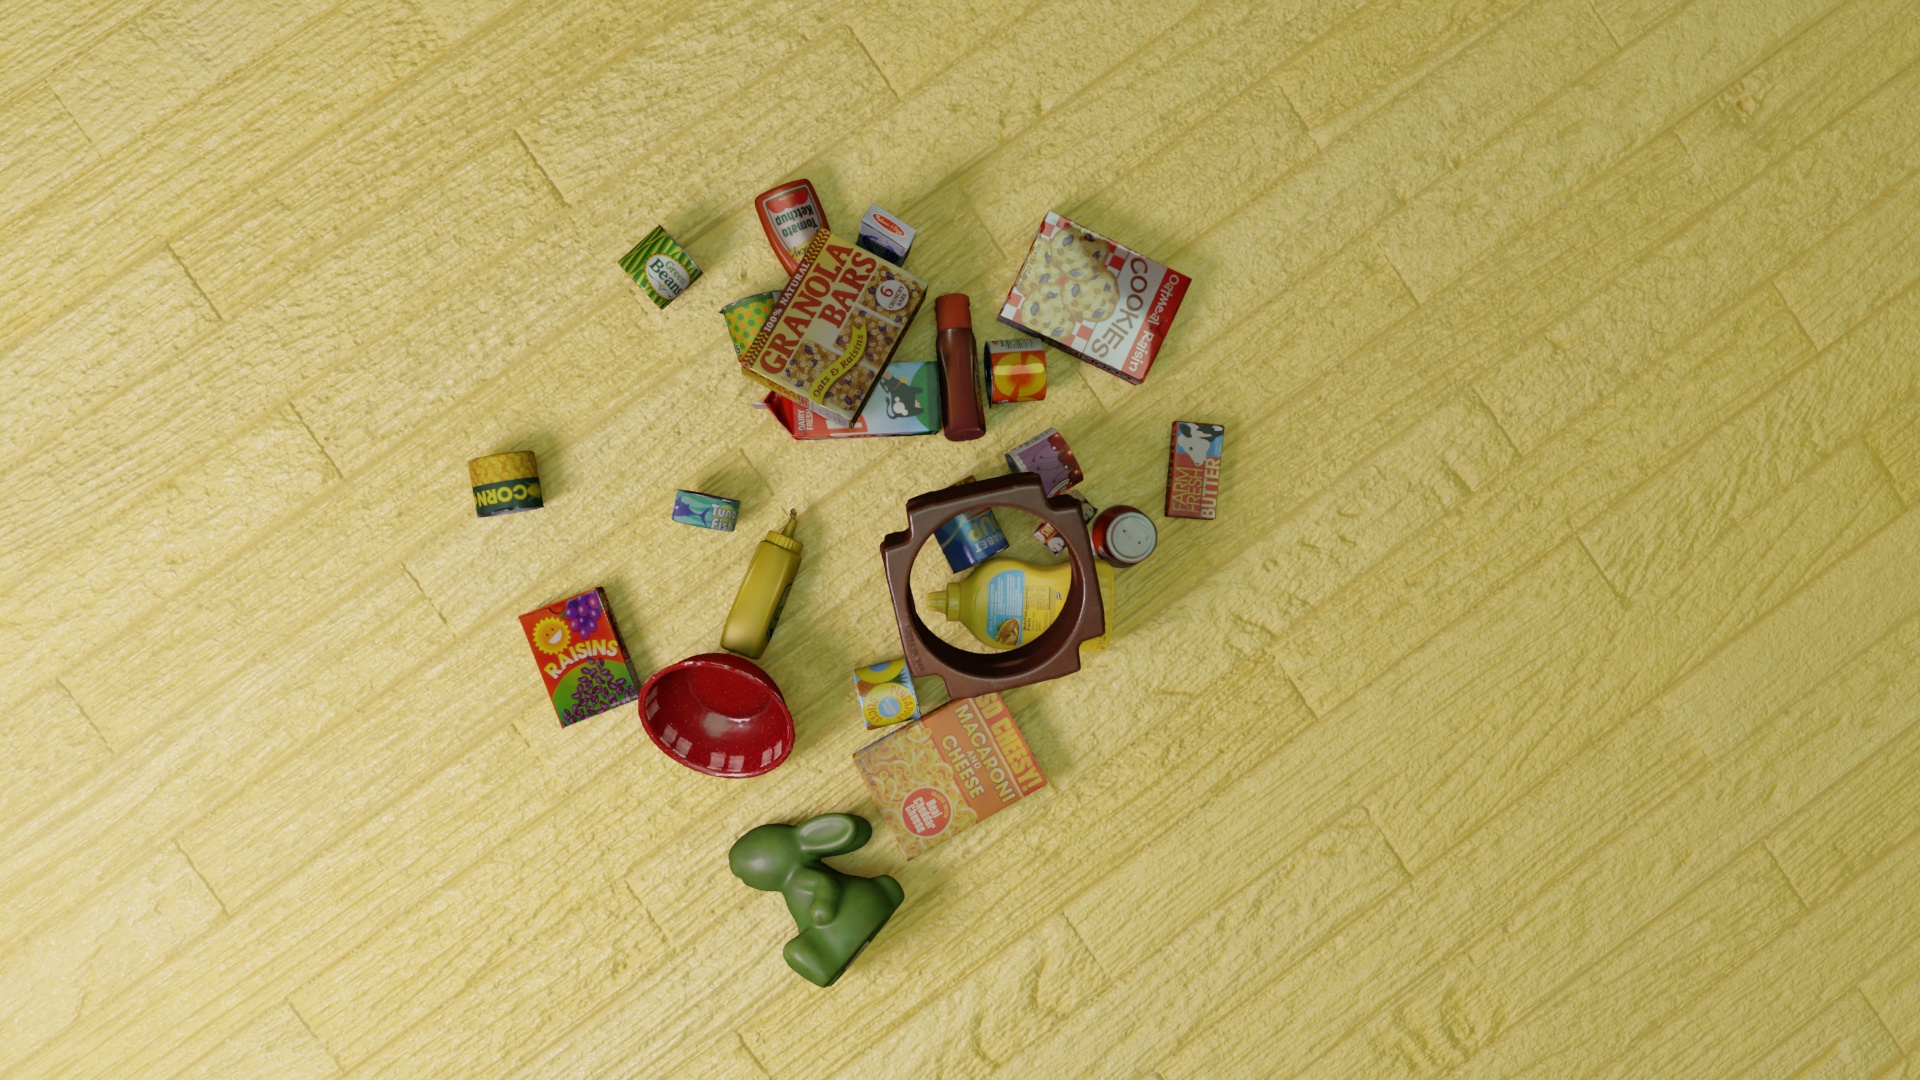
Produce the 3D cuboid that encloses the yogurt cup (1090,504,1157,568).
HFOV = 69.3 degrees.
[{"bbox_3d":[0.174,-0.004,1.457,0.072,0.054,0.072,0,91,-5],"label":"yogurt cup"}]

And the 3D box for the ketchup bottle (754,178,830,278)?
[{"bbox_3d":[-0.157,-0.294,1.434,0.065,0.043,0.148,-23,93,-10],"label":"ketchup bottle"}]

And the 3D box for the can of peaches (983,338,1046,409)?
[{"bbox_3d":[0.057,-0.173,1.441,0.058,0.071,0.071,-5,91,-5],"label":"can of peaches"}]

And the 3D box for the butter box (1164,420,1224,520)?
[{"bbox_3d":[0.248,-0.074,1.477,0.053,0.024,0.103,6,90,-5],"label":"butter box"}]

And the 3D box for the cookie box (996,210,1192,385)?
[{"bbox_3d":[0.140,-0.253,1.458,0.167,0.040,0.123,25,89,-4],"label":"cookie box"}]

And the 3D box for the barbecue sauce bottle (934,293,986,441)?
[{"bbox_3d":[-0.002,-0.180,1.439,0.044,0.065,0.148,-6,83,0],"label":"barbecue sauce bottle"}]

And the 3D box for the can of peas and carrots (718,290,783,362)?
[{"bbox_3d":[-0.206,-0.217,1.420,0.071,0.071,0.058,-18,93,-4],"label":"can of peas and carrots"}]

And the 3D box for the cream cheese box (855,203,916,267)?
[{"bbox_3d":[-0.076,-0.306,1.410,0.053,0.103,0.024,32,84,-5],"label":"cream cheese box"}]

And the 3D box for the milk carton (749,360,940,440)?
[{"bbox_3d":[-0.118,-0.142,1.424,0.191,0.072,0.073,-3,91,-4],"label":"milk carton"}]

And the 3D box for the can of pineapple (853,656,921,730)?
[{"bbox_3d":[-0.075,0.158,1.431,0.058,0.071,0.071,-14,92,-3],"label":"can of pineapple"}]

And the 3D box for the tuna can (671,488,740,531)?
[{"bbox_3d":[-0.258,-0.030,1.415,0.071,0.071,0.033,11,92,-4],"label":"tuna can"}]

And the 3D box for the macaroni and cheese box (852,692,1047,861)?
[{"bbox_3d":[-0.012,0.238,1.452,0.166,0.040,0.123,-28,93,-3],"label":"macaroni and cheese box"}]

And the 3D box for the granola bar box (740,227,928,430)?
[{"bbox_3d":[-0.124,-0.209,1.375,0.124,0.039,0.166,27,75,2],"label":"granola bar box"}]

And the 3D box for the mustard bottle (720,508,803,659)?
[{"bbox_3d":[-0.197,0.042,1.425,0.049,0.065,0.160,22,85,0],"label":"mustard bottle"}]

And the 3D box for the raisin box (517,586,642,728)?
[{"bbox_3d":[-0.388,0.119,1.422,0.086,0.040,0.123,-21,92,-3],"label":"raisin box"}]

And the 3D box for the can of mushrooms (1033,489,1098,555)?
[{"bbox_3d":[0.109,-0.019,1.443,0.033,0.071,0.071,43,88,-2],"label":"can of mushrooms"}]

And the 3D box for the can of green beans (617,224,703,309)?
[{"bbox_3d":[-0.305,-0.277,1.410,0.058,0.071,0.071,-43,94,-2],"label":"can of green beans"}]

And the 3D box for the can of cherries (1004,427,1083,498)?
[{"bbox_3d":[0.088,-0.074,1.444,0.058,0.071,0.071,-30,93,-5],"label":"can of cherries"}]

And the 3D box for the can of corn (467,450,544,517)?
[{"bbox_3d":[-0.458,-0.057,1.399,0.071,0.071,0.058,-10,91,-4],"label":"can of corn"}]

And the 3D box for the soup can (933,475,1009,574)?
[{"bbox_3d":[0.005,-0.018,1.436,0.071,0.071,0.083,-27,93,-3],"label":"soup can"}]
